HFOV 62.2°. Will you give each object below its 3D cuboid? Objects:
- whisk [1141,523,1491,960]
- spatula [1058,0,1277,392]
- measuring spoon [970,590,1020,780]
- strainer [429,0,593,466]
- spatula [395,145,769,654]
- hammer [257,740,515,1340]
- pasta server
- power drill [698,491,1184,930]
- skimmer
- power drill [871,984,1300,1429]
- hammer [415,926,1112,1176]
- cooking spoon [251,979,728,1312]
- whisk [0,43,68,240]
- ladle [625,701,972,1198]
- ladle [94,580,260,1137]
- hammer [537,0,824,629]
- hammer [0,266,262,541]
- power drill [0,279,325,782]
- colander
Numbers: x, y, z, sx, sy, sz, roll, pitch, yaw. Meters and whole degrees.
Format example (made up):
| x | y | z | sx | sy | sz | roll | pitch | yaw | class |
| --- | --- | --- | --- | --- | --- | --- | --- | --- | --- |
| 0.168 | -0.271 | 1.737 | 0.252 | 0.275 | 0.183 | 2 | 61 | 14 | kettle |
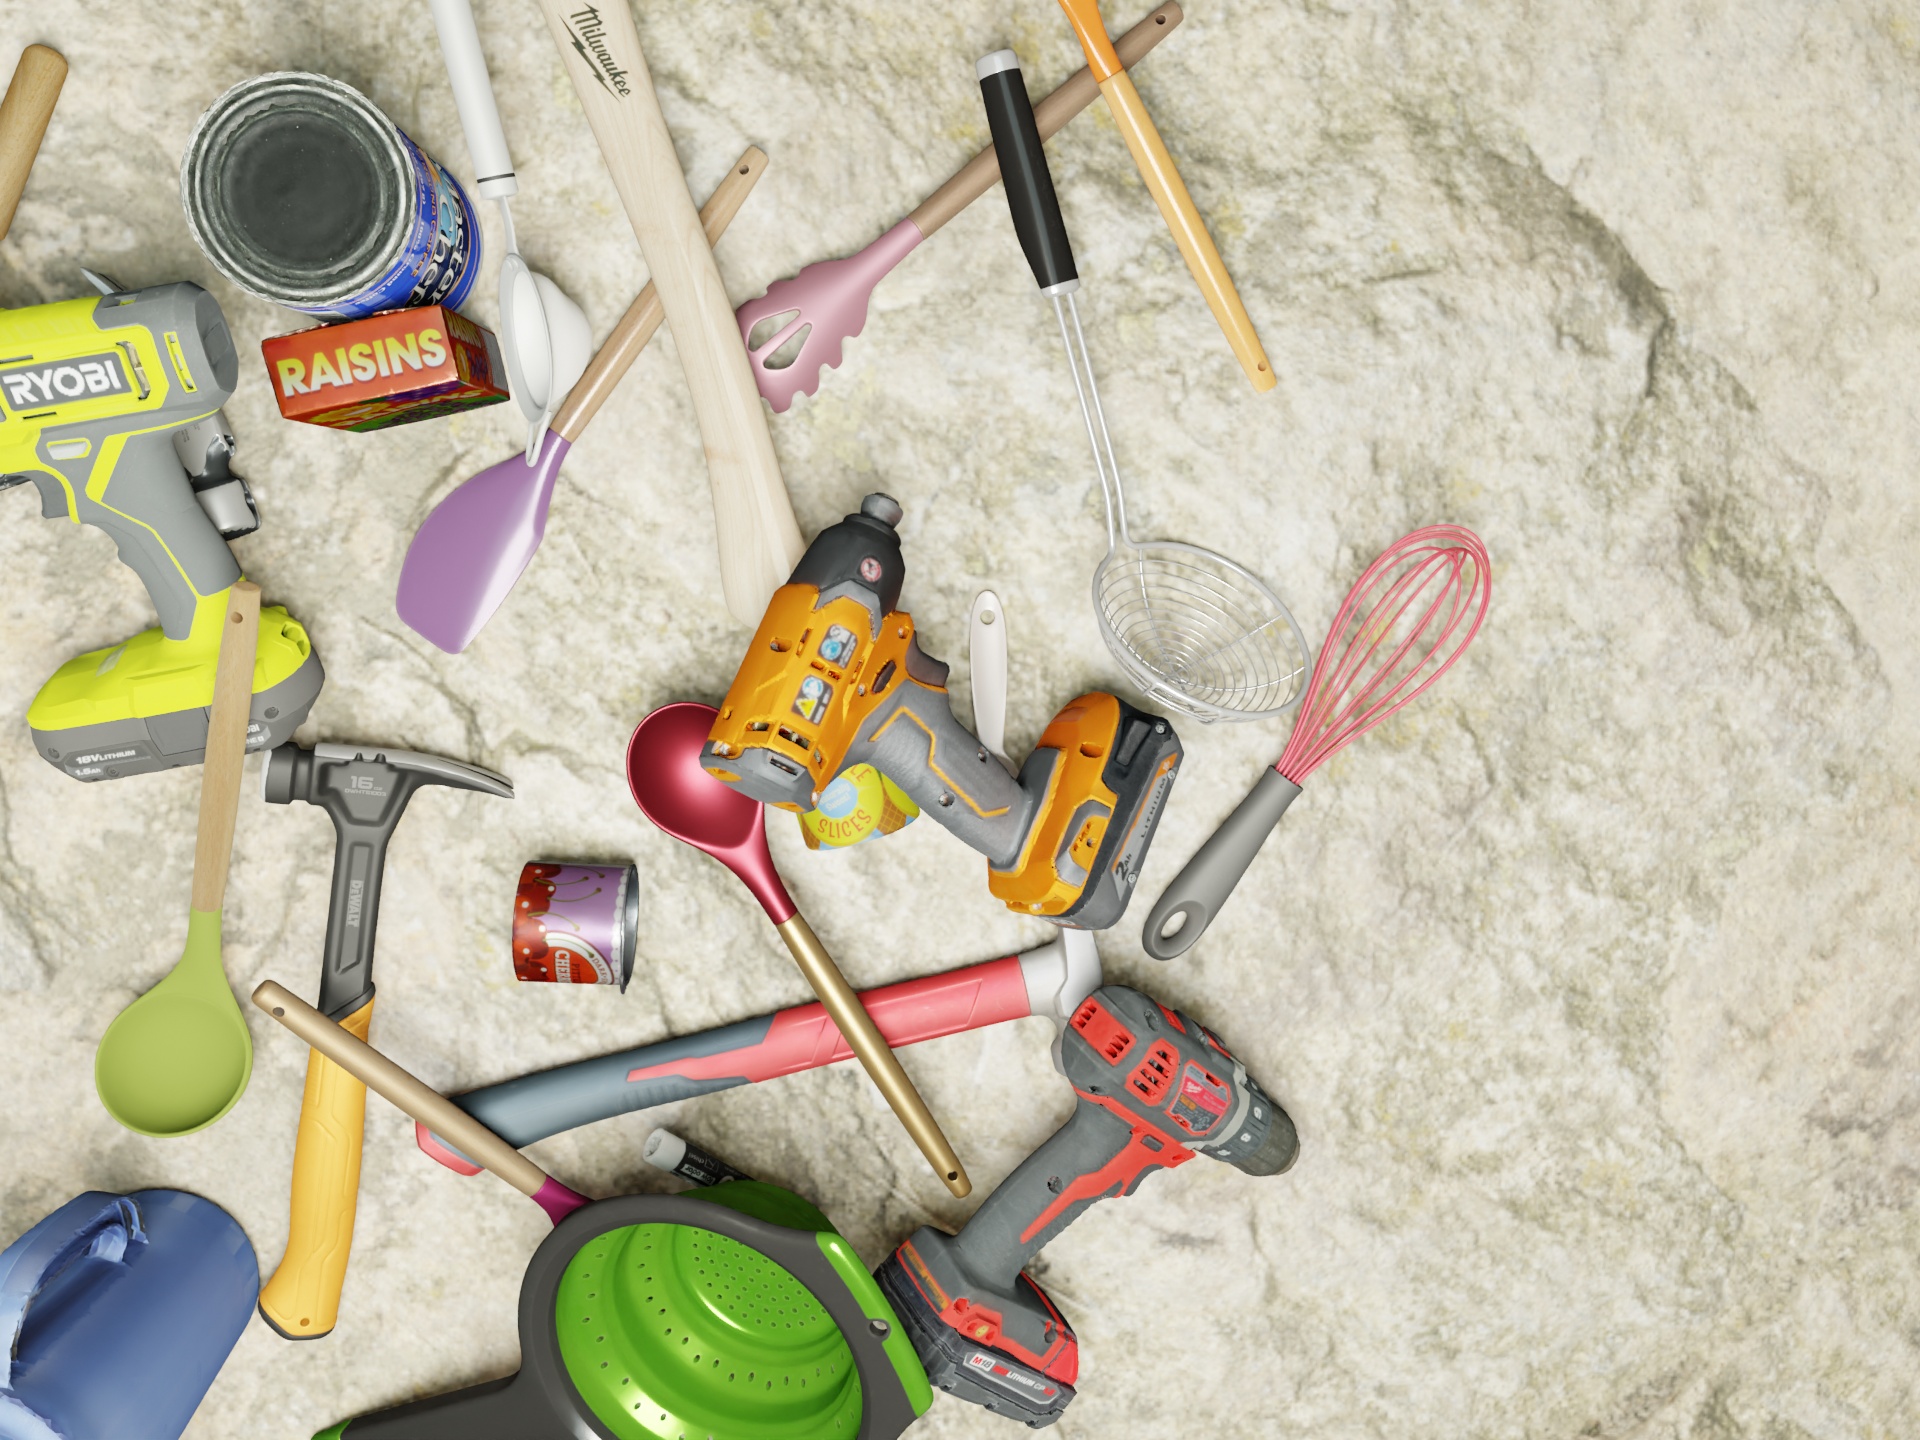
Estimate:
| x | y | z | sx | sy | sz | roll | pitch | yaw | class |
| --- | --- | --- | --- | --- | --- | --- | --- | --- | --- |
| 0.194 | 0.017 | 0.887 | 0.073 | 0.073 | 0.296 | 35 | 99 | -8 | whisk |
| 0.087 | -0.315 | 0.836 | 0.081 | 0.041 | 0.322 | -34 | 109 | -7 | spatula |
| 0.016 | -0.010 | 0.891 | 0.034 | 0.018 | 0.124 | -1 | 90 | -4 | measuring spoon |
| -0.226 | -0.259 | 0.795 | 0.050 | 0.087 | 0.258 | -20 | 111 | -25 | strainer |
| -0.200 | -0.174 | 0.848 | 0.060 | 0.018 | 0.316 | 37 | 93 | 0 | spatula |
| -0.329 | 0.179 | 0.865 | 0.127 | 0.034 | 0.337 | 7 | 100 | -20 | hammer |
| -0.005 | -0.278 | 0.850 | 0.316 | 0.040 | 0.060 | -41 | 98 | -3 | pasta server |
| -0.001 | -0.003 | 0.807 | 0.226 | 0.084 | 0.164 | 28 | 76 | -22 | power drill |
| 0.090 | -0.172 | 0.825 | 0.127 | 0.090 | 0.363 | -26 | 104 | -41 | skimmer |
| 0.079 | 0.268 | 0.871 | 0.187 | 0.080 | 0.227 | 39 | 89 | -37 | power drill |
| -0.113 | 0.168 | 0.887 | 0.386 | 0.038 | 0.143 | -13 | 97 | -3 | hammer |
| -0.247 | 0.235 | 0.855 | 0.069 | 0.017 | 0.318 | -39 | 116 | 11 | cooking spoon |
| -0.494 | -0.224 | 0.781 | 0.047 | 0.051 | 0.245 | 11 | 79 | 12 | whisk |
| -0.079 | 0.127 | 0.855 | 0.069 | 0.031 | 0.315 | -32 | 97 | -2 | ladle |
| -0.380 | 0.078 | 0.796 | 0.078 | 0.062 | 0.320 | 17 | 116 | -7 | ladle |
| -0.137 | -0.244 | 0.806 | 0.146 | 0.038 | 0.410 | -17 | 95 | 13 | hammer |
| -0.582 | -0.106 | 0.817 | 0.409 | 0.036 | 0.149 | -18 | 97 | -2 | hammer |
| -0.417 | -0.088 | 0.770 | 0.171 | 0.080 | 0.223 | -11 | 120 | -5 | power drill |
| -0.189 | 0.341 | 0.866 | 0.397 | 0.094 | 0.204 | -23 | 101 | 23 | colander |
